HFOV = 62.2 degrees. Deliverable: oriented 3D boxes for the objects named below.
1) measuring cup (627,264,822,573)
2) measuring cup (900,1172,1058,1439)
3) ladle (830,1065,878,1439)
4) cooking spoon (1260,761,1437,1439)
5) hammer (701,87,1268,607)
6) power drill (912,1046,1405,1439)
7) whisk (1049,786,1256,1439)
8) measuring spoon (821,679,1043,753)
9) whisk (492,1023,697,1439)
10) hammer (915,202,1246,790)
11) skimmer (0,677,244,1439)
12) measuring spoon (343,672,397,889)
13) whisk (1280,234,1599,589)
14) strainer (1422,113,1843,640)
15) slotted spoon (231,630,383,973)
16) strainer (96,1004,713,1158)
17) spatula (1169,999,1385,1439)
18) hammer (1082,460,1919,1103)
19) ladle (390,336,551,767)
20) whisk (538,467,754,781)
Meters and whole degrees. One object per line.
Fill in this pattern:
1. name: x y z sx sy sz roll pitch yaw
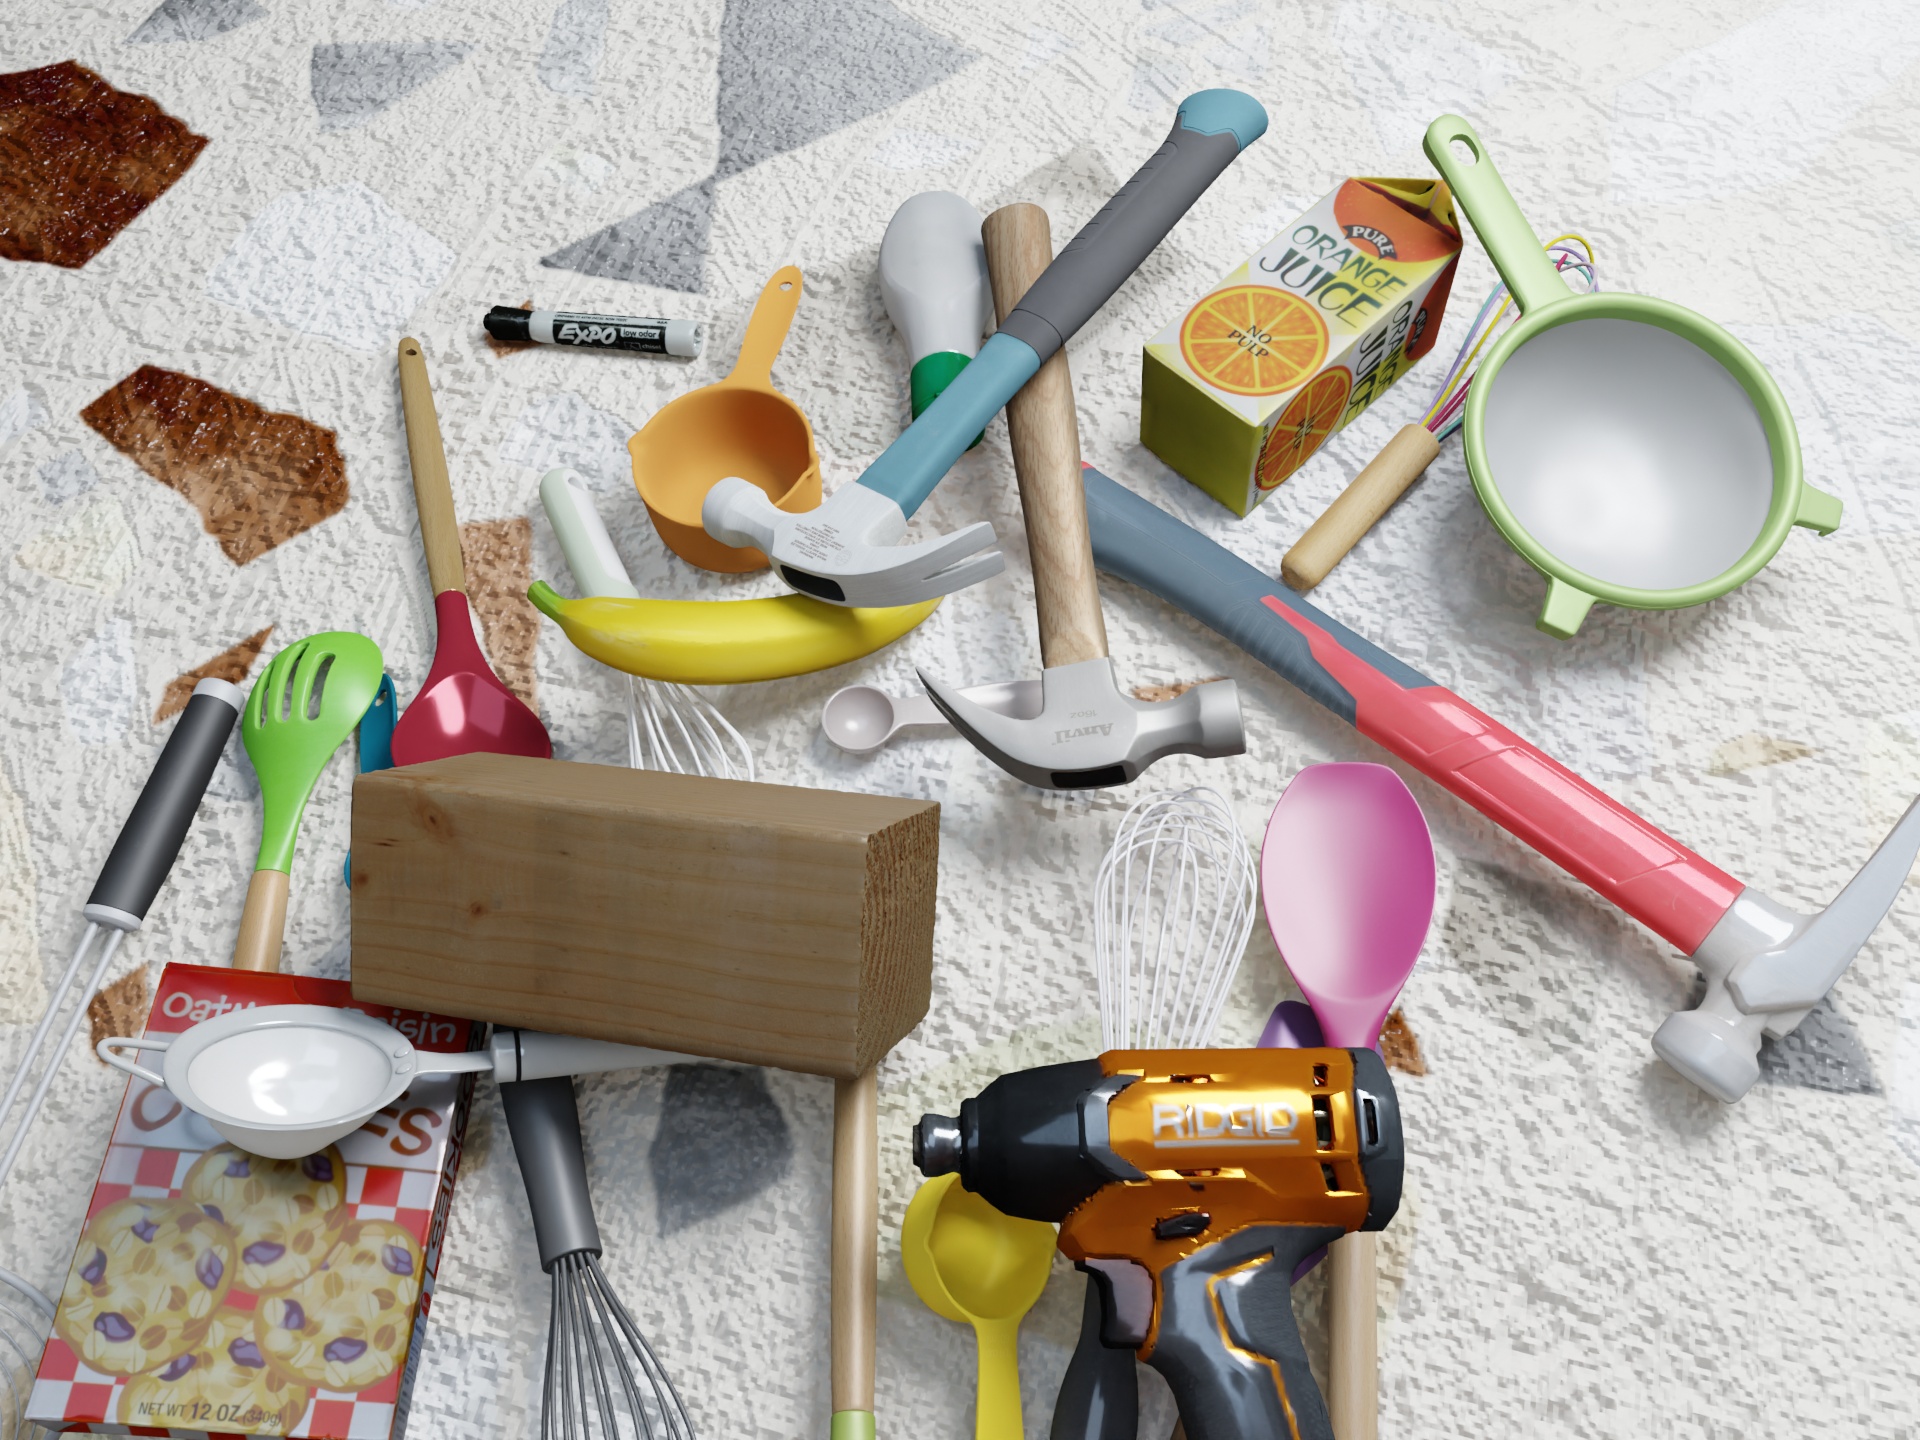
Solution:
1. measuring cup: -0.102 -0.150 0.794 0.095 0.052 0.174 8 59 9
2. measuring cup: 0.006 0.239 0.571 0.062 0.029 0.157 11 69 -35
3. ladle: -0.038 0.229 0.581 0.078 0.062 0.320 -1 53 -1
4. cooking spoon: 0.145 0.163 0.594 0.069 0.017 0.319 -1 65 14
5. hammer: 0.033 -0.179 0.730 0.128 0.033 0.331 30 70 29
6. power drill: 0.066 0.219 0.513 0.164 0.084 0.227 0 67 -2
7. whisk: 0.068 0.155 0.601 0.070 0.070 0.285 8 65 9
8. measuring spoon: -0.001 -0.002 0.723 0.124 0.018 0.034 -6 59 -6
9. whisk: -0.144 0.200 0.599 0.055 0.055 0.239 -20 56 -7
10. hammer: 0.038 -0.116 0.729 0.130 0.031 0.332 -11 58 8
11. skimmer: -0.364 0.126 0.635 0.127 0.090 0.364 23 57 -19
12. measuring spoon: -0.259 0.030 0.726 0.042 0.021 0.129 -28 50 12
13. whisk: 0.234 -0.153 0.771 0.051 0.047 0.245 38 73 22
14. strainer: 0.271 -0.159 0.734 0.151 0.069 0.256 -21 75 -9
15. slotted spoon: -0.300 0.091 0.686 0.070 0.031 0.314 -10 61 13
16. strainer: -0.181 0.131 0.603 0.258 0.050 0.087 -2 21 -20
17. spatula: 0.090 0.246 0.566 0.060 0.018 0.316 22 63 10
18. hammer: 0.197 -0.017 0.681 0.387 0.038 0.143 38 88 26
19. ladle: -0.255 -0.080 0.780 0.069 0.031 0.316 -4 54 -24
20. whisk: -0.151 -0.034 0.735 0.059 0.057 0.247 -41 56 16
